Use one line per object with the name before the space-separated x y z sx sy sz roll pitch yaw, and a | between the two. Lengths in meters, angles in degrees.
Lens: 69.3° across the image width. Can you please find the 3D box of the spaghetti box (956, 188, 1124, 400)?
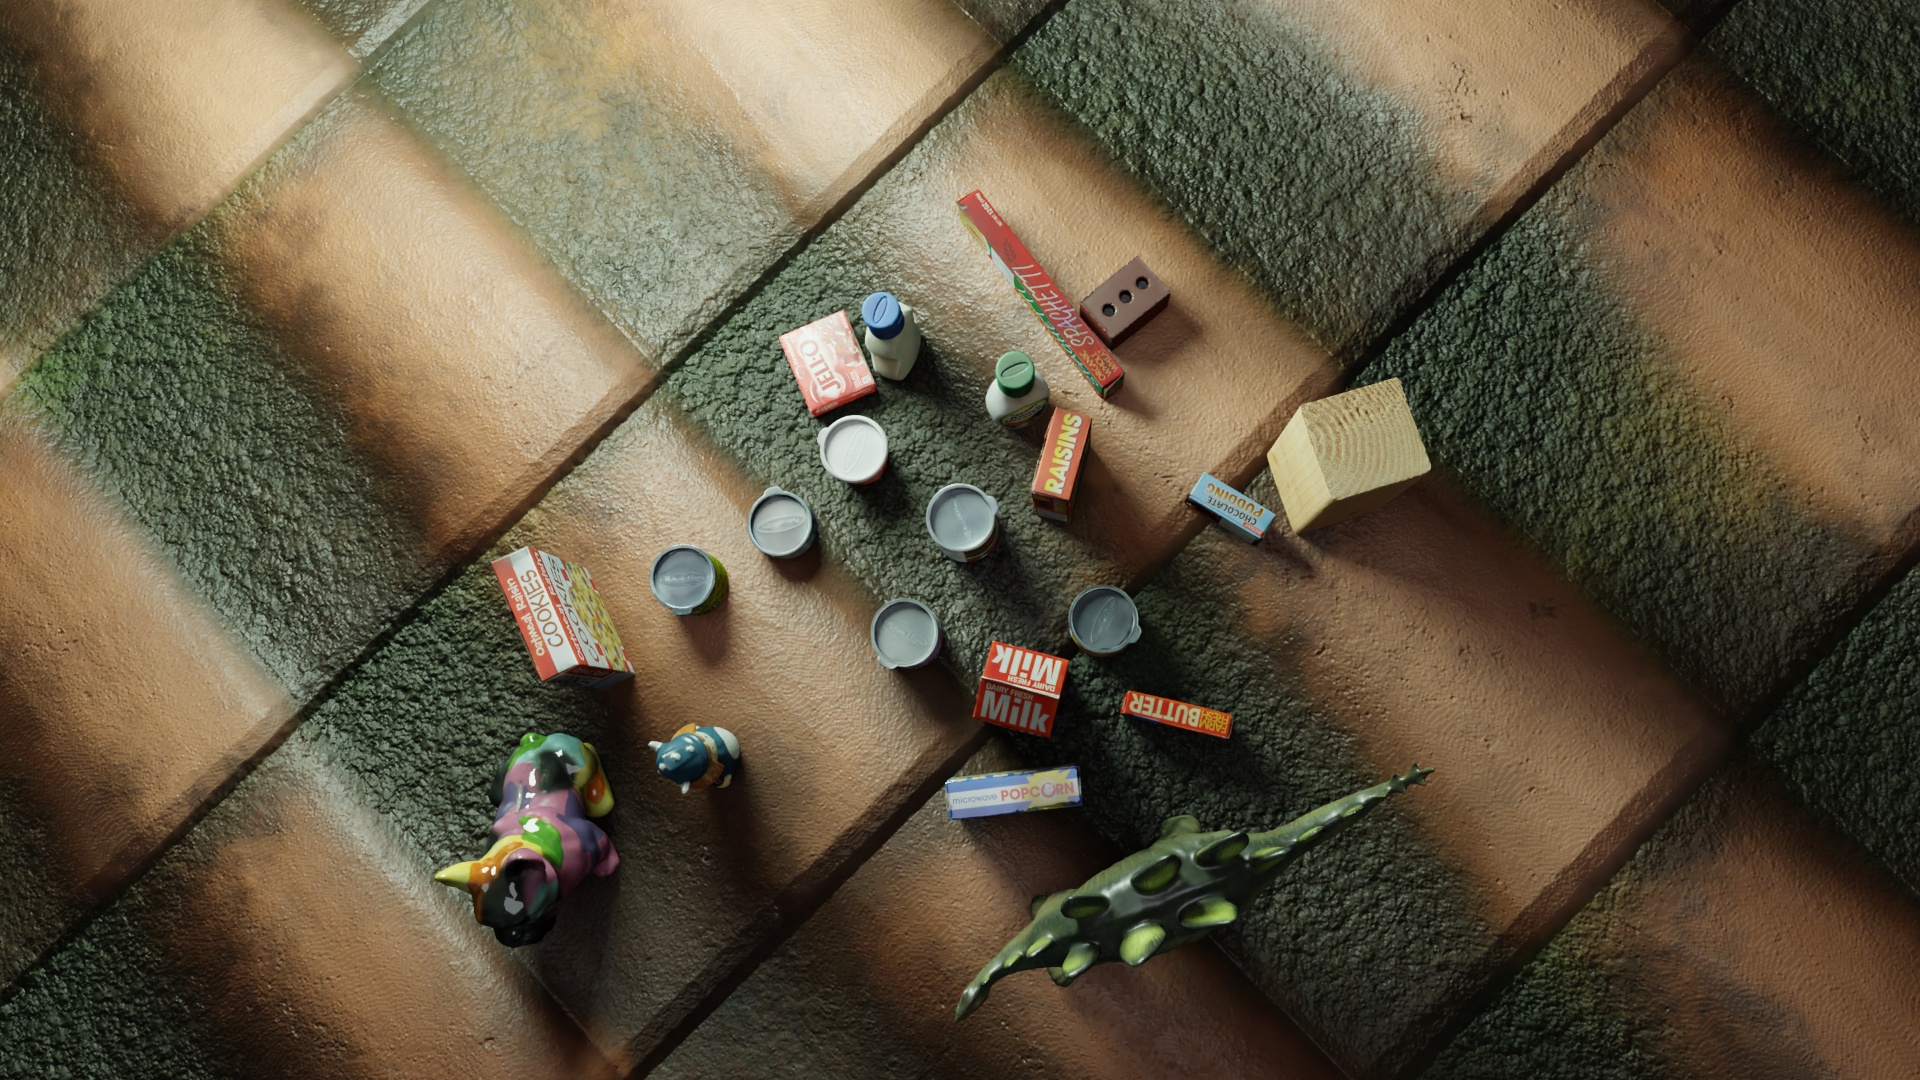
spaghetti box | 0.081 -0.249 1.411 0.029 0.050 0.250 -37 80 -2

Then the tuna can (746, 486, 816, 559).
tuna can | -0.180 -0.017 1.402 0.071 0.033 0.071 -1 81 4

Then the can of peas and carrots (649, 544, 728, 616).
can of peas and carrots | -0.270 0.043 1.385 0.071 0.058 0.071 -1 81 4

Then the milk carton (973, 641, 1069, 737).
milk carton | 0.057 0.139 1.280 0.072 0.190 0.073 14 83 6

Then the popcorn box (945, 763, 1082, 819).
popcorn box | 0.052 0.238 1.318 0.127 0.085 0.038 -7 81 3

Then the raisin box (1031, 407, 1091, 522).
raisin box | 0.098 -0.071 1.344 0.040 0.123 0.086 16 83 6

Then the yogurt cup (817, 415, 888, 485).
yogurt cup | -0.103 -0.087 1.396 0.072 0.054 0.072 -1 81 4

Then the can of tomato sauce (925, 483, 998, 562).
can of tomato sauce | 0.005 -0.017 1.363 0.071 0.083 0.071 -1 81 4

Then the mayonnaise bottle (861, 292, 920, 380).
mayonnaise bottle | -0.069 -0.205 1.365 0.041 0.148 0.065 20 84 7

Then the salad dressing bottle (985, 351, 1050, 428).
salad dressing bottle | 0.055 -0.146 1.347 0.064 0.147 0.044 -23 81 1

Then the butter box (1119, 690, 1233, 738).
butter box | 0.207 0.168 1.334 0.103 0.053 0.024 13 83 6

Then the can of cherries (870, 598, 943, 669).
can of cherries | -0.054 0.094 1.362 0.071 0.058 0.071 -1 81 4

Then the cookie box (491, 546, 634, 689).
cookie box | -0.379 0.078 1.333 0.040 0.167 0.123 -27 80 0

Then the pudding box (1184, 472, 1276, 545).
pudding box | 0.264 -0.031 1.363 0.084 0.049 0.030 32 85 8

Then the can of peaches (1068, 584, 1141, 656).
can of peaches | 0.140 0.080 1.350 0.071 0.058 0.071 -1 81 4
